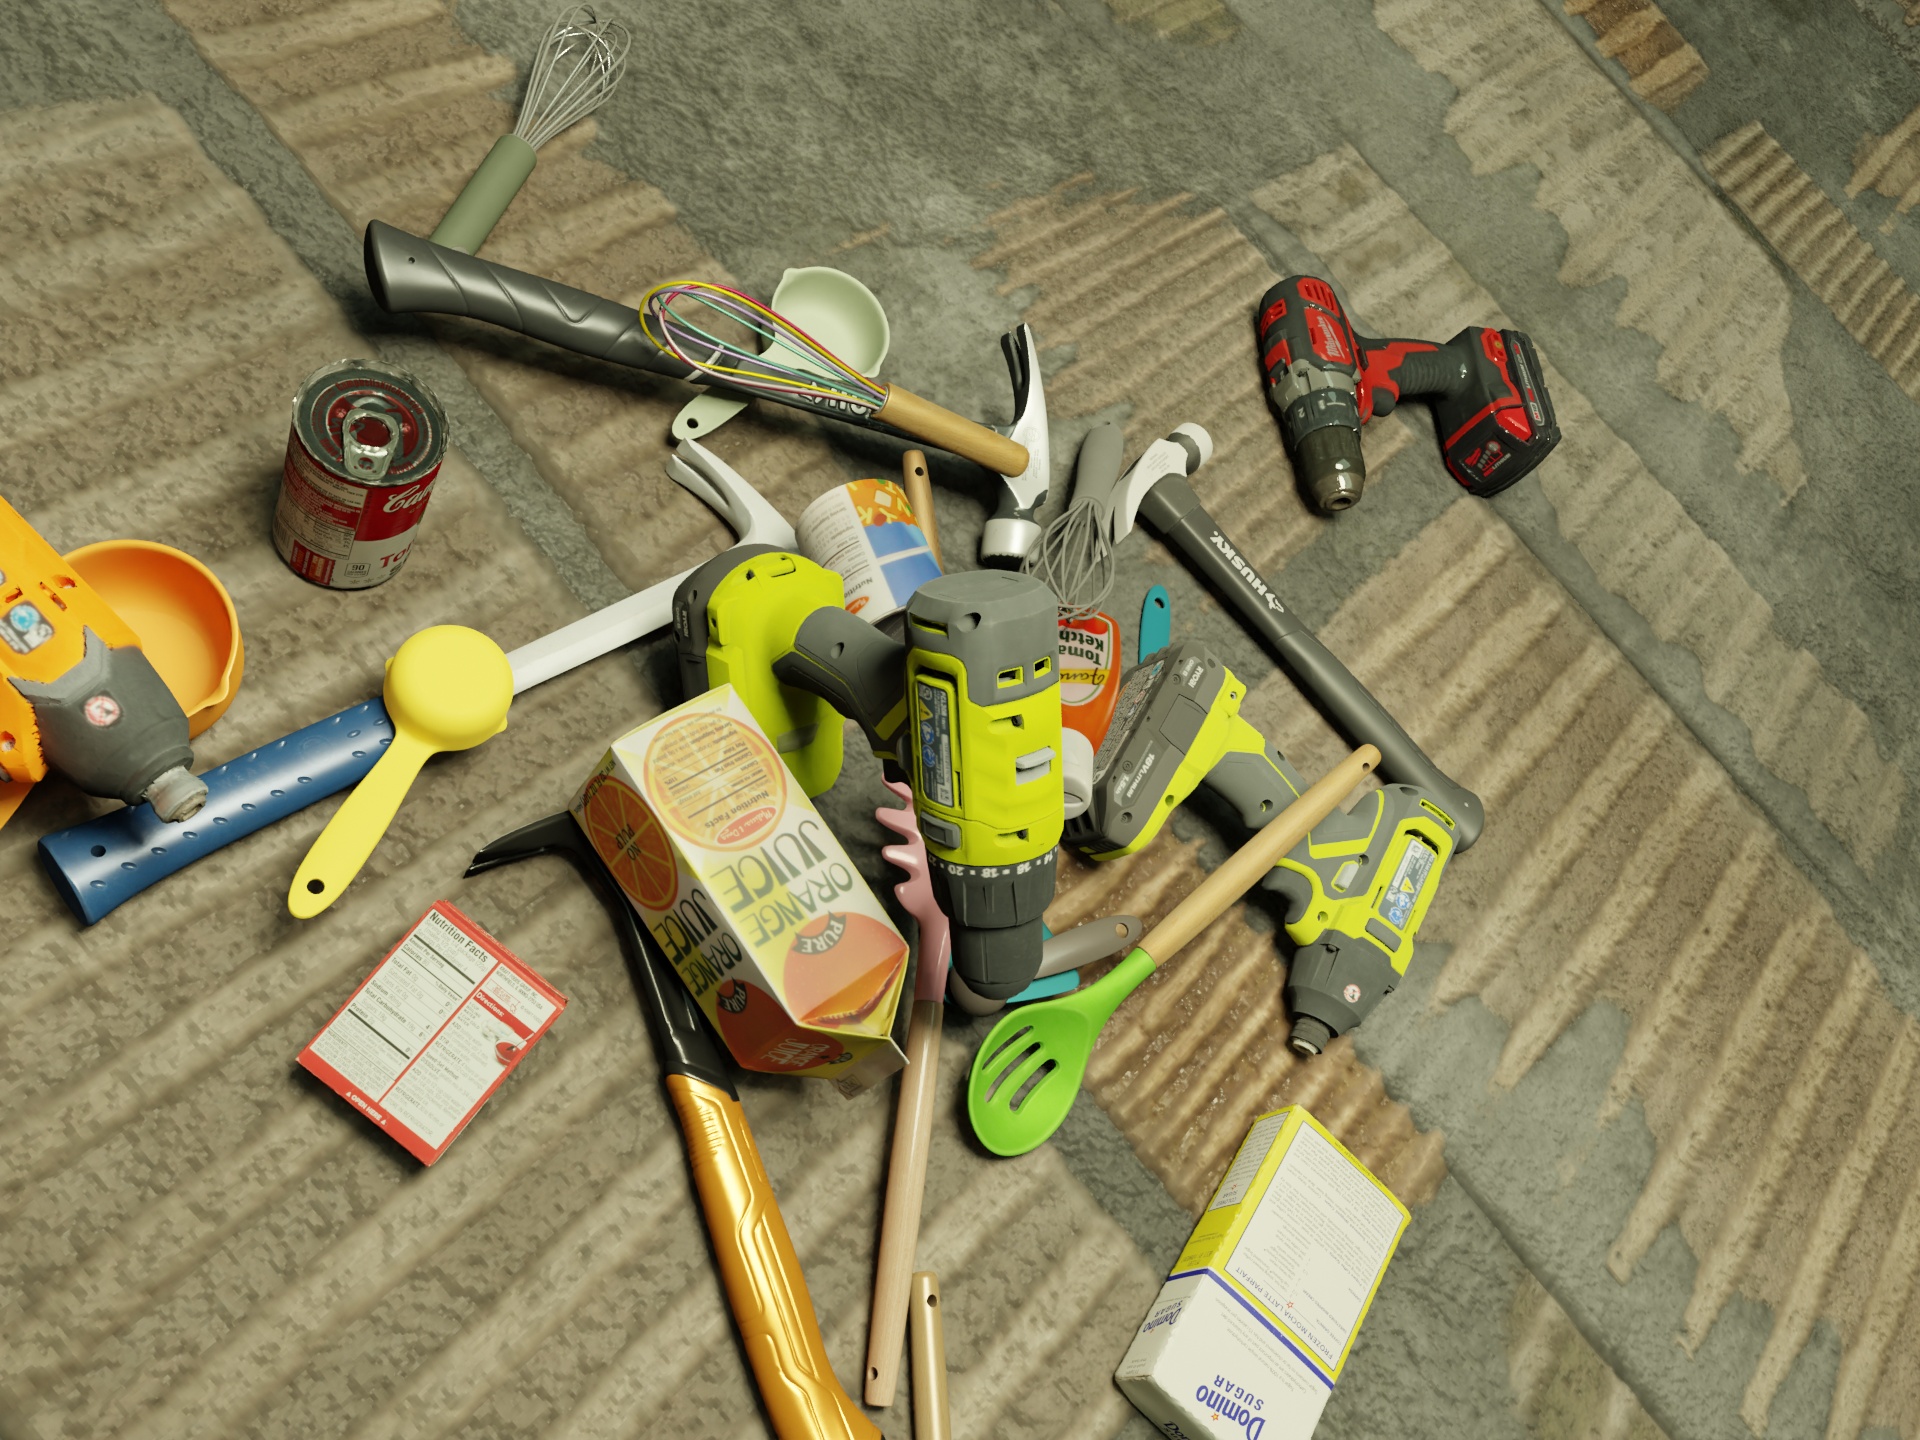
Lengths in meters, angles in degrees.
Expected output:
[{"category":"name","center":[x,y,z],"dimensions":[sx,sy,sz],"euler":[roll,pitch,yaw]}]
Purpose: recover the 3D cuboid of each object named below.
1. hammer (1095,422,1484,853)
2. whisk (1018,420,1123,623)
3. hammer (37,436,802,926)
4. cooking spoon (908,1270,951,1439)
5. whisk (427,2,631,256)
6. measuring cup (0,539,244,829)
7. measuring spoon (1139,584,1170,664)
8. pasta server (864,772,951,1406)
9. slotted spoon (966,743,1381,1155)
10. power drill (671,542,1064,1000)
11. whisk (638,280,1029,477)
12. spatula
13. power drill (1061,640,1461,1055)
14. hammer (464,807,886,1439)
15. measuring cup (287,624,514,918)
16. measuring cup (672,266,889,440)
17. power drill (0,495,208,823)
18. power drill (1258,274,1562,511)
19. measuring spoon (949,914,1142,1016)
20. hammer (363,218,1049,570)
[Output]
[{"category":"hammer","center":[0.222,-0.044,1.044],"dimensions":[0.335,0.035,0.146],"euler":[48,46,-1]},{"category":"whisk","center":[0.075,-0.128,0.979],"dimensions":[0.055,0.055,0.239],"euler":[33,36,-10]},{"category":"hammer","center":[-0.236,-0.021,0.779],"dimensions":[0.405,0.035,0.144],"euler":[-31,83,-37]},{"category":"cooking spoon","center":[-0.006,0.407,0.691],"dimensions":[0.068,0.017,0.319],"euler":[9,62,-26]},{"category":"whisk","center":[-0.258,-0.340,0.935],"dimensions":[0.059,0.057,0.246],"euler":[10,57,15]},{"category":"measuring cup","center":[-0.380,0.005,0.680],"dimensions":[0.095,0.052,0.174],"euler":[33,69,-7]},{"category":"measuring spoon","center":[0.125,-0.036,0.997],"dimensions":[0.042,0.021,0.129],"euler":[20,58,-19]},{"category":"pasta server","center":[-0.024,0.163,0.776],"dimensions":[0.040,0.060,0.316],"euler":[29,61,-45]},{"category":"slotted spoon","center":[0.118,0.112,0.852],"dimensions":[0.314,0.031,0.070],"euler":[-39,113,-18]},{"category":"power drill","center":[-0.039,0.014,0.750],"dimensions":[0.080,0.229,0.190],"euler":[-19,116,-37]},{"category":"whisk","center":[-0.066,-0.186,0.889],"dimensions":[0.244,0.047,0.051],"euler":[19,18,-29]},{"category":"spatula","center":[-0.001,-0.003,0.877],"dimensions":[0.082,0.044,0.318],"euler":[-3,77,-26]},{"category":"power drill","center":[0.173,0.073,0.926],"dimensions":[0.223,0.080,0.171],"euler":[36,69,-12]},{"category":"hammer","center":[-0.119,0.193,0.731],"dimensions":[0.127,0.034,0.337],"euler":[-12,71,-34]},{"category":"measuring cup","center":[-0.250,0.020,0.707],"dimensions":[0.062,0.029,0.157],"euler":[31,53,-12]},{"category":"measuring cup","center":[-0.114,-0.207,0.950],"dimensions":[0.083,0.038,0.167],"euler":[49,61,-4]},{"category":"power drill","center":[-0.413,0.030,0.595],"dimensions":[0.164,0.084,0.226],"euler":[45,66,-1]},{"category":"power drill","center":[0.331,-0.228,1.185],"dimensions":[0.226,0.080,0.188],"euler":[6,62,-23]},{"category":"measuring spoon","center":[0.050,0.123,0.833],"dimensions":[0.124,0.018,0.034],"euler":[-15,79,-31]},{"category":"hammer","center":[-0.124,-0.202,0.897],"dimensions":[0.408,0.036,0.149],"euler":[12,79,-27]}]
